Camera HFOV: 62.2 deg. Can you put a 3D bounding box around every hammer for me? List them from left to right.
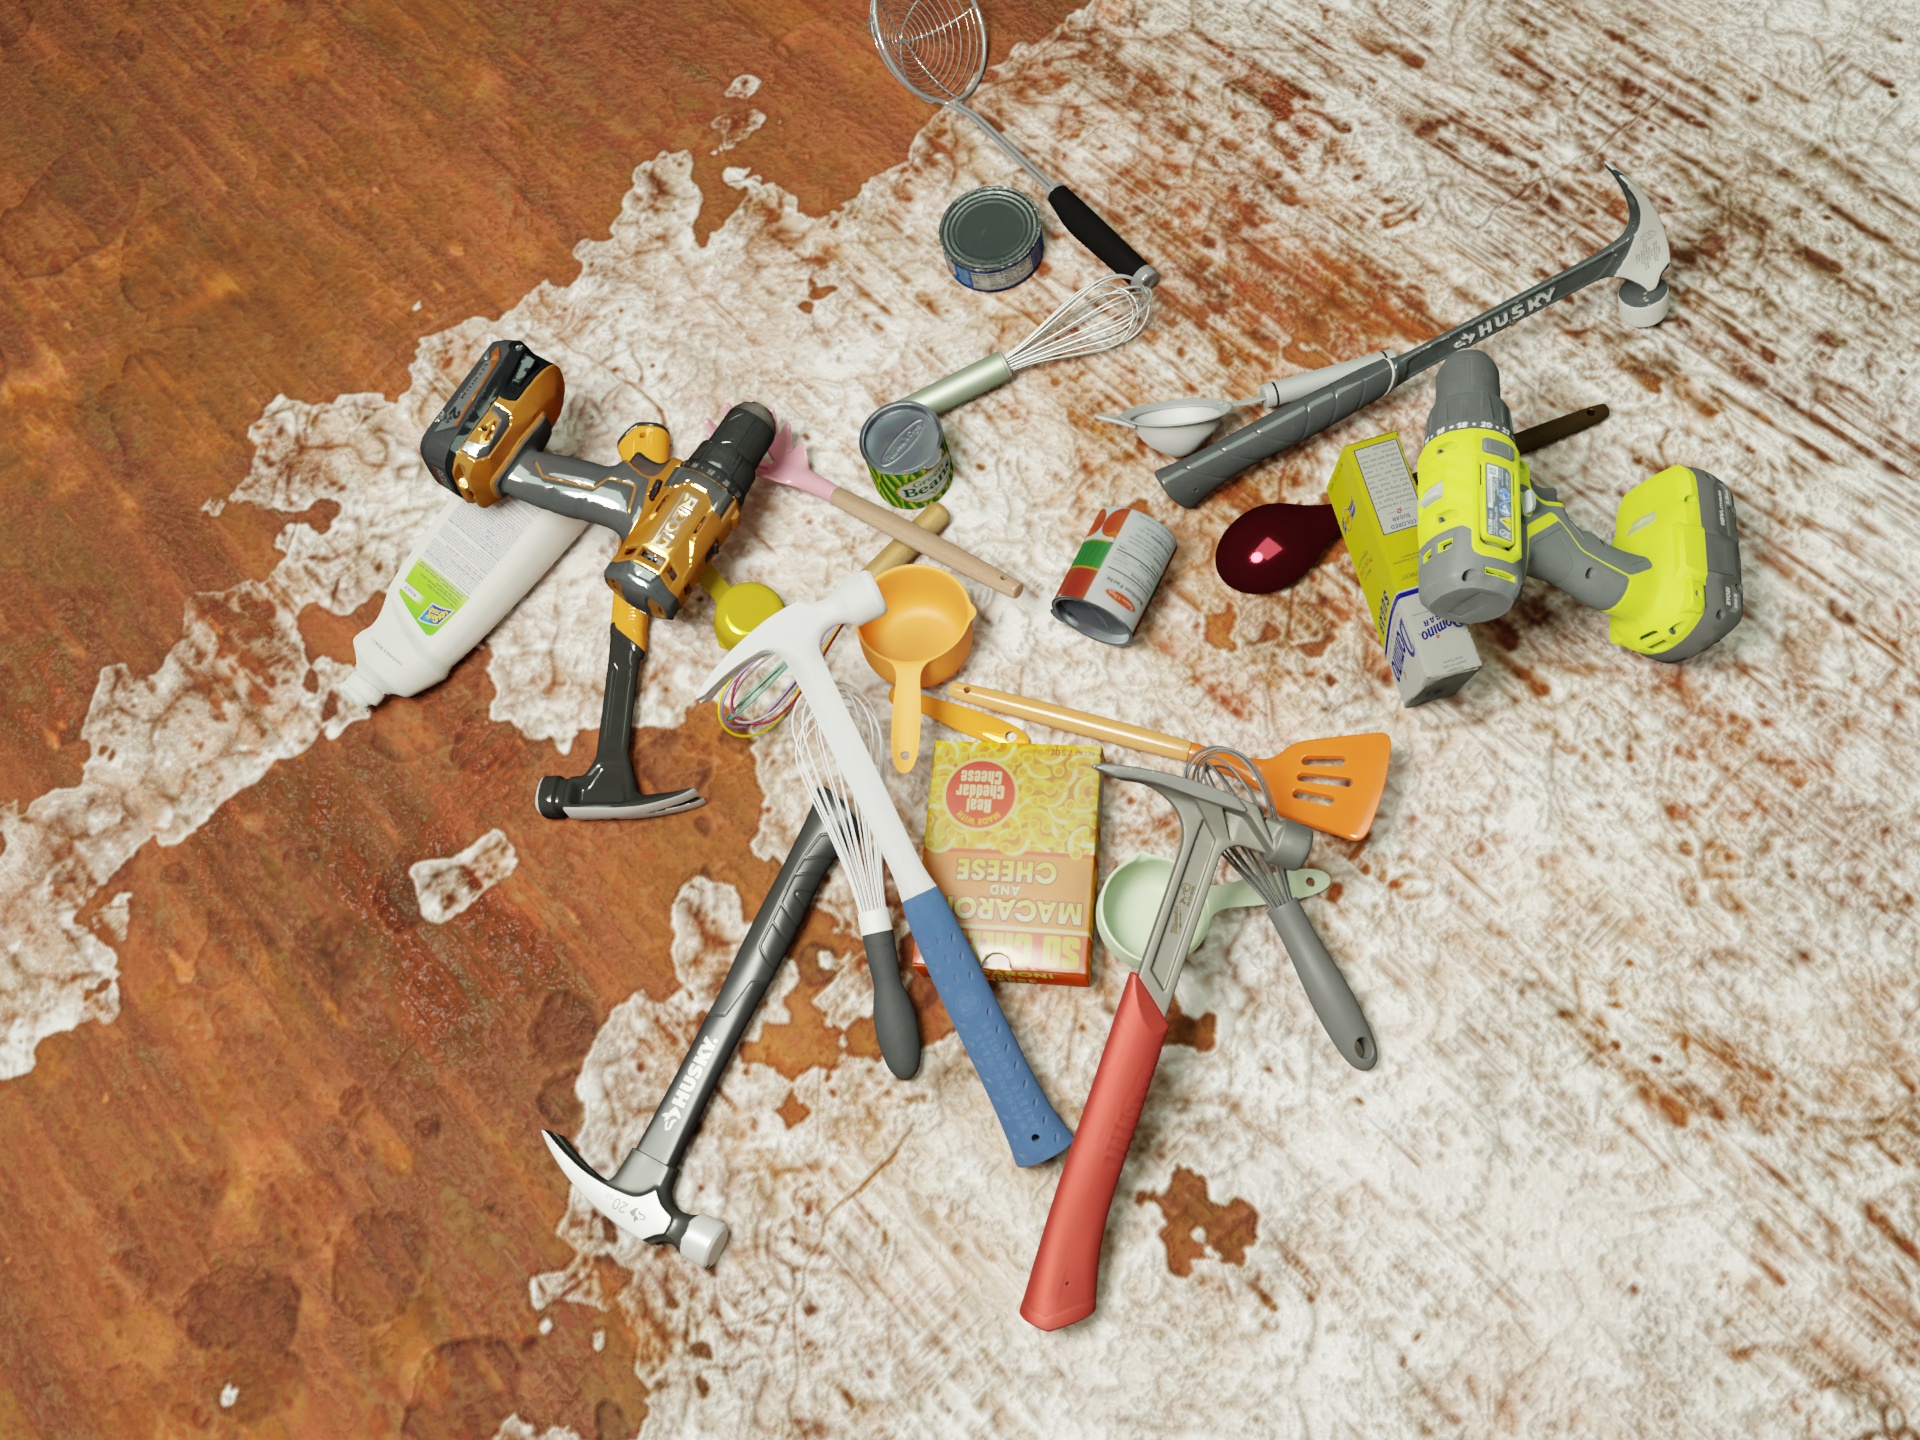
[{"bbox_3d":[-0.252,-0.085,1.252,0.127,0.034,0.337,-2,68,10],"label":"hammer"},{"bbox_3d":[-0.164,0.198,1.126,0.146,0.035,0.335,22,74,16],"label":"hammer"},{"bbox_3d":[-0.038,0.109,1.069,0.144,0.035,0.405,-26,86,-1],"label":"hammer"},{"bbox_3d":[0.101,0.211,1.022,0.149,0.037,0.359,19,88,-2],"label":"hammer"},{"bbox_3d":[0.334,-0.267,1.185,0.409,0.149,0.036,-27,51,6],"label":"hammer"}]

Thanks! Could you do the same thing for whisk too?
[{"bbox_3d":[-0.095,-0.078,1.224,0.047,0.051,0.245,44,76,0],"label":"whisk"},{"bbox_3d":[-0.067,0.109,1.113,0.070,0.070,0.285,-12,82,5],"label":"whisk"},{"bbox_3d":[0.043,-0.290,1.279,0.246,0.057,0.059,-26,37,3],"label":"whisk"},{"bbox_3d":[0.219,0.124,1.068,0.055,0.055,0.239,-26,82,-1],"label":"whisk"}]

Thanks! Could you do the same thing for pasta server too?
[{"bbox_3d":[-0.078,-0.169,1.230,0.316,0.040,0.060,31,62,29],"label":"pasta server"}]

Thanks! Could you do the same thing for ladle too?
[{"bbox_3d":[0.339,-0.175,1.192,0.315,0.031,0.069,-22,69,-1],"label":"ladle"}]

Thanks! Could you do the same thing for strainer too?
[{"bbox_3d":[0.232,-0.247,1.230,0.258,0.050,0.087,-16,24,-2],"label":"strainer"}]

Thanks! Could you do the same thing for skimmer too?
[{"bbox_3d":[0.052,-0.504,1.333,0.127,0.090,0.363,-24,65,-39],"label":"skimmer"}]

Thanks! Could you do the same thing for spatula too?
[{"bbox_3d":[0.141,0.013,1.143,0.323,0.041,0.081,15,73,16],"label":"spatula"}]

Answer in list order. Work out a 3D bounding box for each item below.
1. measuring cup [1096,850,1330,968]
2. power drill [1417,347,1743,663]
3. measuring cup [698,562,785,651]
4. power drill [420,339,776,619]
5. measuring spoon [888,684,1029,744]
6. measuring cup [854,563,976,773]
[{"bbox_3d":[0.174,0.127,1.102,0.167,0.038,0.083,-8,69,-12],"label":"measuring cup"},{"bbox_3d":[0.411,-0.142,1.080,0.228,0.080,0.191,15,67,-18],"label":"power drill"},{"bbox_3d":[-0.195,-0.116,1.235,0.062,0.029,0.156,-39,83,-20],"label":"measuring cup"},{"bbox_3d":[-0.268,-0.204,1.217,0.226,0.084,0.185,29,73,4],"label":"power drill"},{"bbox_3d":[-0.002,-0.004,1.189,0.117,0.011,0.021,21,74,17],"label":"measuring spoon"},{"bbox_3d":[-0.035,-0.030,1.175,0.095,0.052,0.174,-1,63,5],"label":"measuring cup"}]
